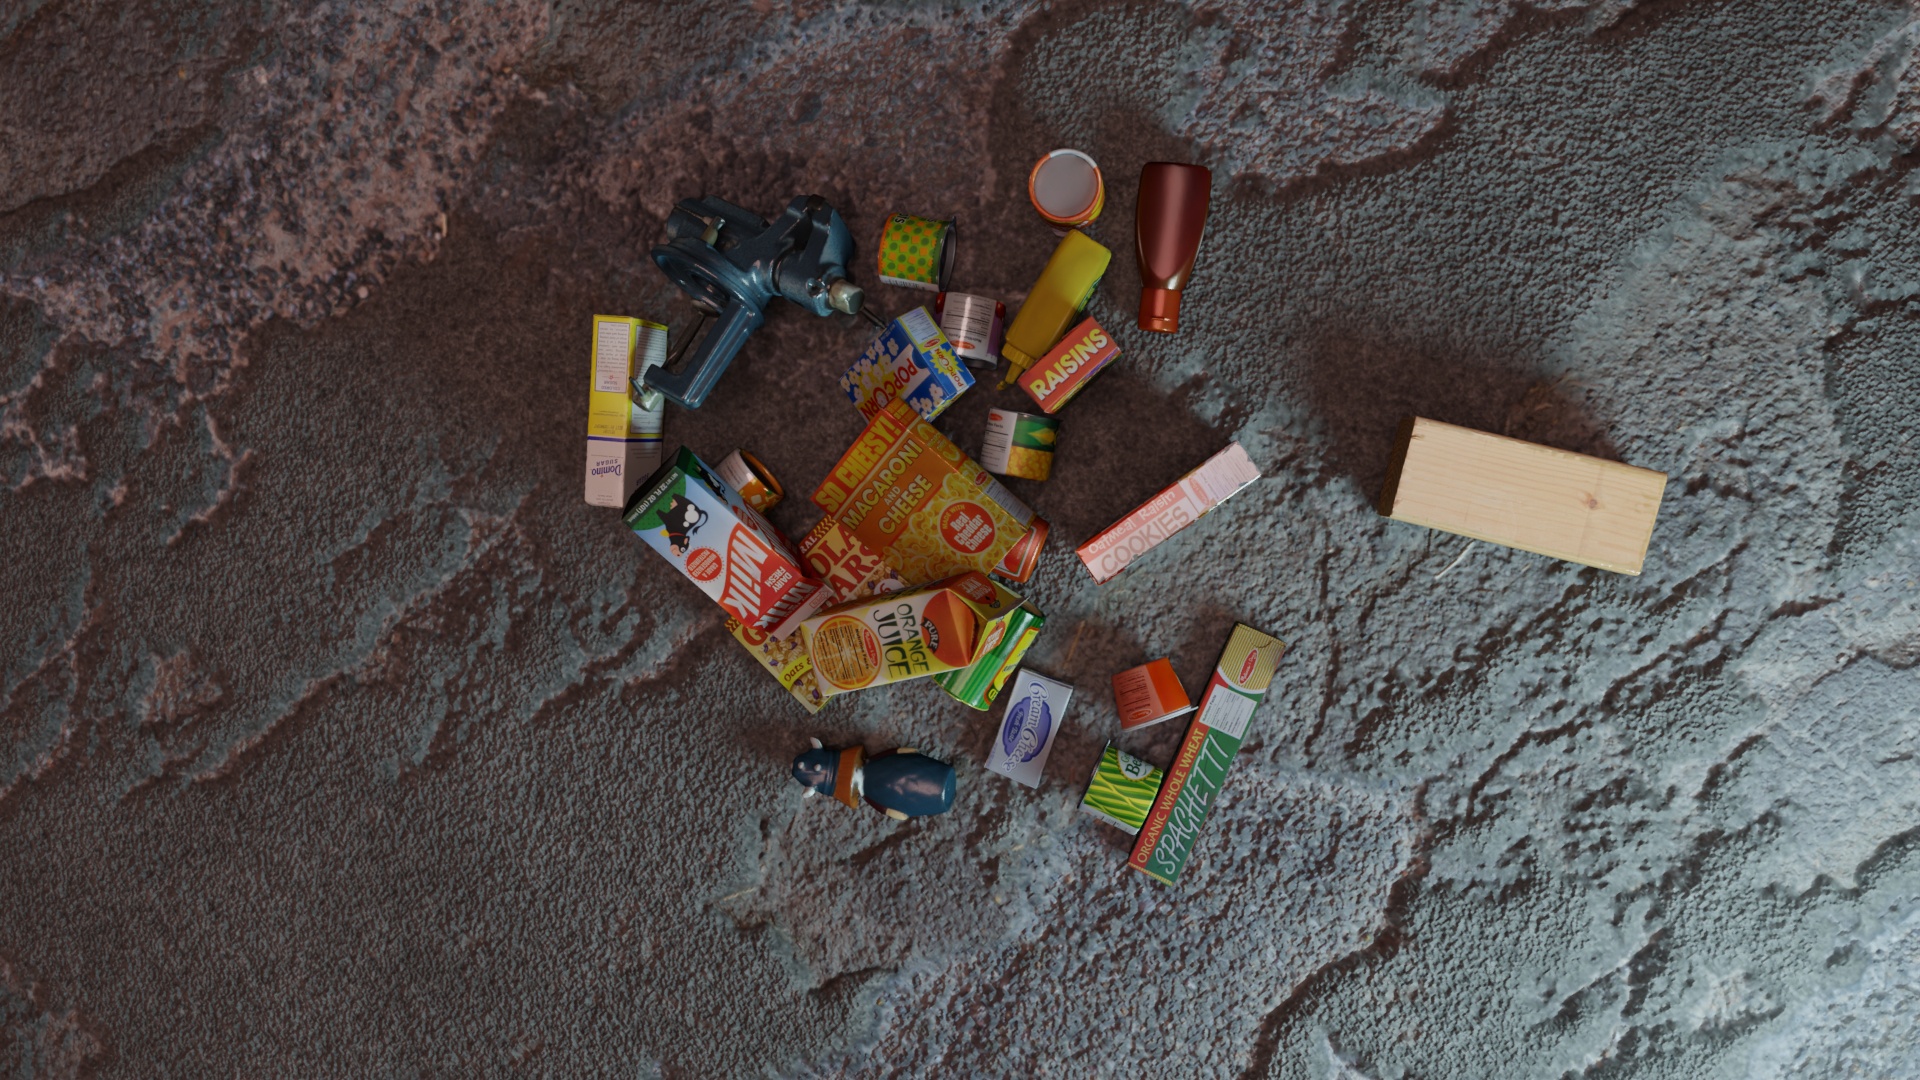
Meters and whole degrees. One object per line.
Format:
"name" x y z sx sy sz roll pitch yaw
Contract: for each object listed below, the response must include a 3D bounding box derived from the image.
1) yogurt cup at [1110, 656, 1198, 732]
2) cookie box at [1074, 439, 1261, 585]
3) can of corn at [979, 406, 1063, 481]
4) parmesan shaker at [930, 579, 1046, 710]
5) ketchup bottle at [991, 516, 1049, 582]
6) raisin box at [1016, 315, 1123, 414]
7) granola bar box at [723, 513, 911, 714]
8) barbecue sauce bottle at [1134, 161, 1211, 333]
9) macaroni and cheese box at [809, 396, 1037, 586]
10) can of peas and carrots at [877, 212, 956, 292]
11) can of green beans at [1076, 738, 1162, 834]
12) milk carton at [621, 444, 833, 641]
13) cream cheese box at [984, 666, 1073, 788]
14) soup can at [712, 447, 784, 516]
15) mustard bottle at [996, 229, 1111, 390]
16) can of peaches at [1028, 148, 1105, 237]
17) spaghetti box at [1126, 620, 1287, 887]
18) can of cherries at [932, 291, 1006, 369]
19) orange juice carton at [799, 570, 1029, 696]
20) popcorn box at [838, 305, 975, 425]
"yogurt cup" 0.171 0.139 1.266 0.072 0.072 0.054 -20 82 9
"cookie box" 0.183 -0.025 1.223 0.167 0.123 0.040 -35 87 9
"can of corn" 0.056 -0.088 1.270 0.071 0.071 0.058 12 96 8
"parmesan shaker" 0.025 0.097 1.280 0.071 0.071 0.103 34 98 5
"ketchup bottle" 0.005 -0.016 1.292 0.149 0.043 0.064 23 103 7
"raisin box" 0.099 -0.154 1.229 0.086 0.123 0.040 -40 88 9
"granola bar box" -0.123 0.062 1.317 0.124 0.039 0.165 45 99 3
"barbecue sauce bottle" 0.186 -0.262 1.250 0.065 0.044 0.148 7 95 8
"macaroni and cheese box" -0.034 -0.030 1.248 0.166 0.040 0.123 41 120 -3
"can of peas and carrots" -0.039 -0.266 1.272 0.059 0.071 0.071 11 95 9
"can of green beans" 0.146 0.228 1.272 0.058 0.071 0.071 24 97 6
"milk carton" -0.206 0.009 1.253 0.072 0.074 0.190 -43 108 9
"cream cheese box" 0.064 0.175 1.303 0.053 0.024 0.103 20 96 7
"soup can" -0.217 -0.035 1.315 0.083 0.071 0.071 -42 87 8
"mustard bottle" 0.079 -0.203 1.262 0.049 0.065 0.160 31 103 1
"can of peaches" 0.096 -0.313 1.253 0.071 0.058 0.071 0 93 8
"spaghetti box" 0.225 0.196 1.277 0.050 0.029 0.249 24 96 7
"can of cherries" 0.005 -0.191 1.270 0.071 0.071 0.058 9 89 8
"orange juice carton" -0.036 0.078 1.225 0.192 0.072 0.073 -14 95 24
"popcorn box" -0.050 -0.144 1.258 0.085 0.038 0.126 56 144 2
